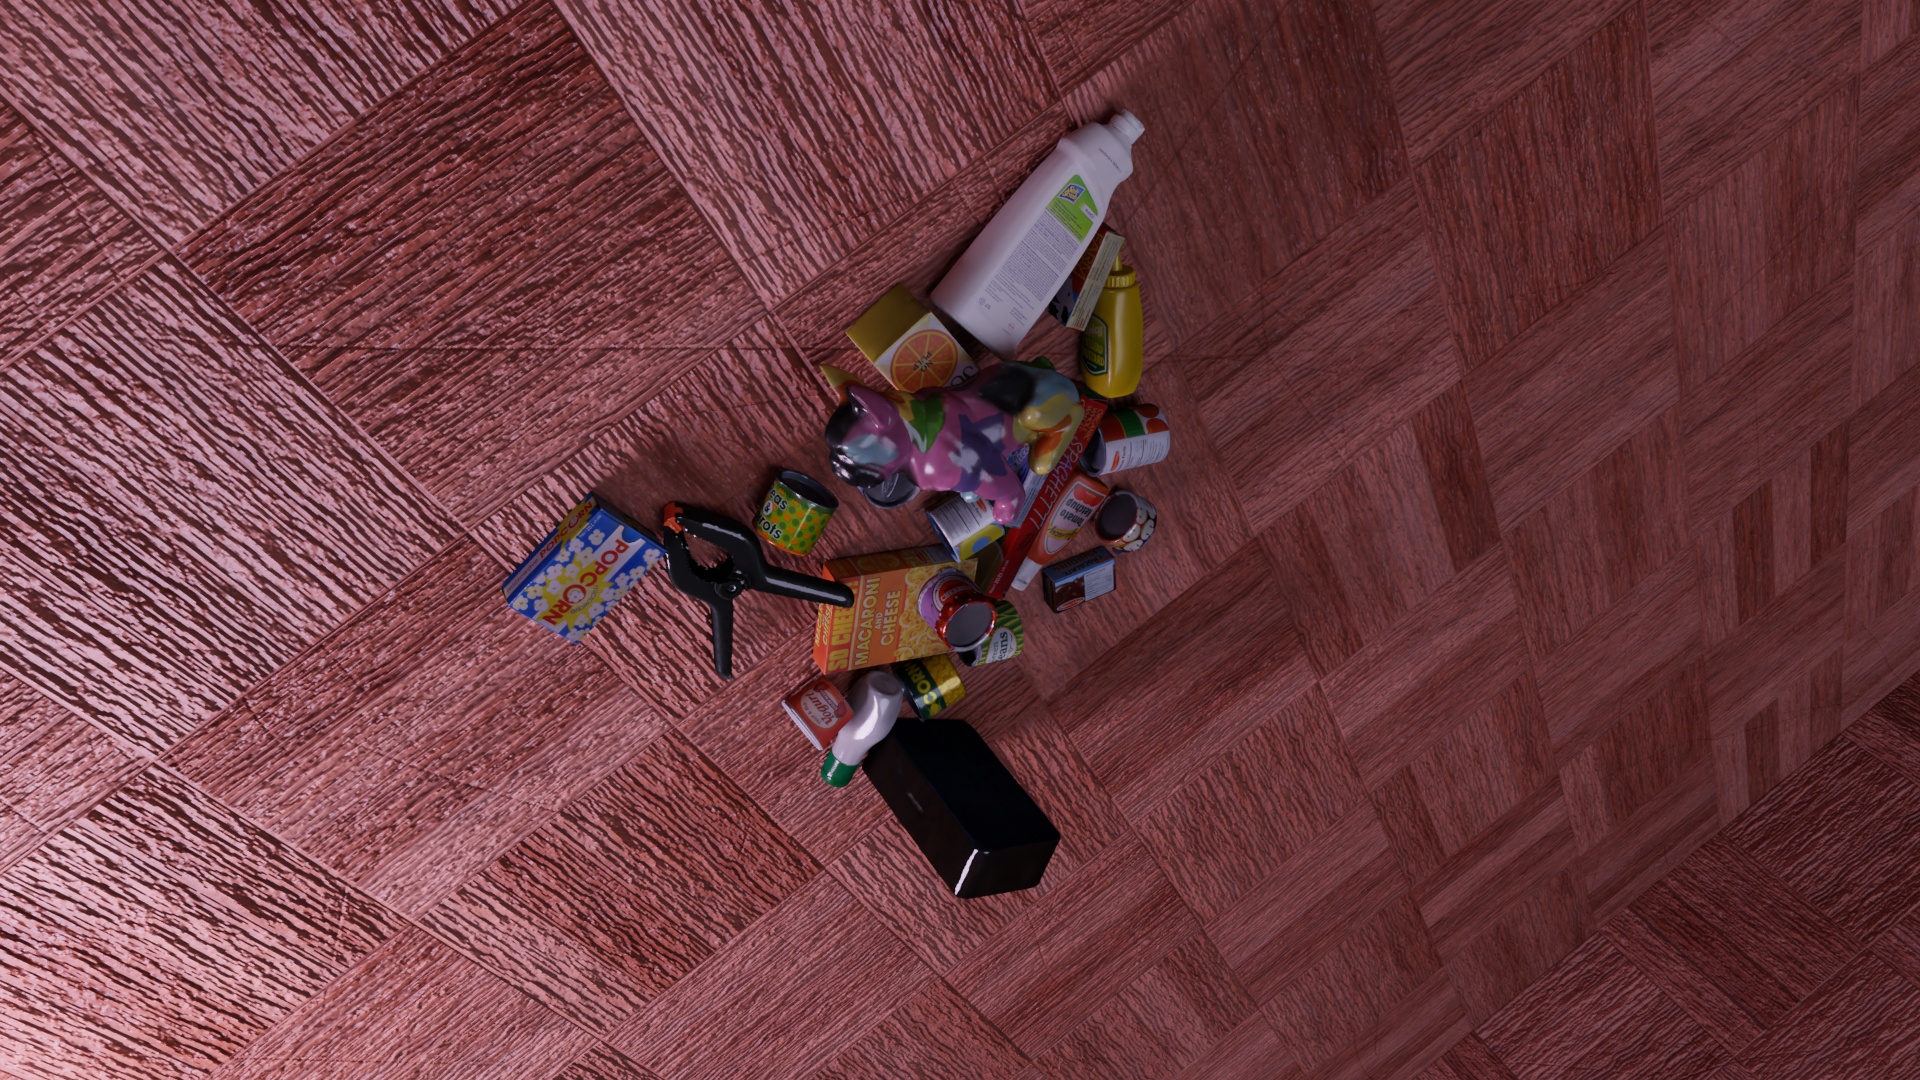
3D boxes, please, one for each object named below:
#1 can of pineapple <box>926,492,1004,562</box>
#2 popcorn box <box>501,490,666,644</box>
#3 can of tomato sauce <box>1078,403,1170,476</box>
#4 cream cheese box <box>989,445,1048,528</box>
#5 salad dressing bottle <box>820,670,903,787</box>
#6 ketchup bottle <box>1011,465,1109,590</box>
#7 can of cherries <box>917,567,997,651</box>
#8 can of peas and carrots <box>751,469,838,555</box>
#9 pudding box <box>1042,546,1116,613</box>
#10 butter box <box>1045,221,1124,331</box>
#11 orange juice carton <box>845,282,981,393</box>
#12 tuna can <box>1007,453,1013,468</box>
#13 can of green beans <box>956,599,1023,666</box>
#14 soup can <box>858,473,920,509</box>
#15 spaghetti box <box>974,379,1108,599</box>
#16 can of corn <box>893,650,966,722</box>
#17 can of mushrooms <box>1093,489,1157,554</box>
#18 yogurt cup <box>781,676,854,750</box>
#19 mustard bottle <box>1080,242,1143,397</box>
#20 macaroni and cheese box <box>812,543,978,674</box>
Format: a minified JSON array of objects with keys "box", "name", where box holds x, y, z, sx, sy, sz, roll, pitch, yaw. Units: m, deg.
[{"box":[0.005,-0.018,1.454,0.058,0.071,0.070,-32,132,-7],"name":"can of pineapple"},{"box":[-0.349,0.027,1.287,0.126,0.038,0.085,-46,132,4],"name":"popcorn box"},{"box":[0.172,-0.110,1.493,0.083,0.071,0.070,-13,127,-24],"name":"can of tomato sauce"},{"box":[0.064,-0.069,1.461,0.024,0.053,0.103,12,114,-38],"name":"cream cheese box"},{"box":[-0.113,0.212,1.549,0.044,0.064,0.147,-1,131,-43],"name":"salad dressing bottle"},{"box":[0.098,-0.013,1.528,0.064,0.044,0.148,25,106,-40],"name":"ketchup bottle"},{"box":[-0.003,0.073,1.460,0.072,0.058,0.071,-17,129,-22],"name":"can of cherries"},{"box":[-0.162,-0.027,1.344,0.071,0.071,0.058,19,111,-39],"name":"can of peas and carrots"},{"box":[0.137,0.045,1.602,0.084,0.030,0.049,-21,131,-17],"name":"pudding box"},{"box":[0.121,-0.262,1.362,0.024,0.053,0.103,9,115,-32],"name":"butter box"},{"box":[-0.018,-0.152,1.341,0.073,0.072,0.192,-43,132,3],"name":"orange juice carton"},{"box":[0.020,-0.081,1.414,0.071,0.071,0.032,-22,130,-17],"name":"tuna can"},{"box":[0.030,0.103,1.553,0.058,0.071,0.071,-10,126,-26],"name":"can of green beans"},{"box":[-0.082,-0.079,1.344,0.071,0.084,0.071,-16,128,-22],"name":"soup can"},{"box":[0.079,-0.054,1.484,0.029,0.050,0.249,12,114,-38],"name":"spaghetti box"},{"box":[-0.034,0.159,1.550,0.058,0.071,0.070,-30,132,-11],"name":"can of corn"},{"box":[0.184,-0.020,1.559,0.033,0.071,0.071,27,105,-40],"name":"can of mushrooms"},{"box":[-0.152,0.185,1.501,0.054,0.072,0.072,-38,133,-13],"name":"yogurt cup"},{"box":[0.154,-0.226,1.403,0.049,0.065,0.159,-18,123,-27],"name":"mustard bottle"},{"box":[-0.071,0.071,1.486,0.167,0.040,0.123,-8,124,-28],"name":"macaroni and cheese box"}]
